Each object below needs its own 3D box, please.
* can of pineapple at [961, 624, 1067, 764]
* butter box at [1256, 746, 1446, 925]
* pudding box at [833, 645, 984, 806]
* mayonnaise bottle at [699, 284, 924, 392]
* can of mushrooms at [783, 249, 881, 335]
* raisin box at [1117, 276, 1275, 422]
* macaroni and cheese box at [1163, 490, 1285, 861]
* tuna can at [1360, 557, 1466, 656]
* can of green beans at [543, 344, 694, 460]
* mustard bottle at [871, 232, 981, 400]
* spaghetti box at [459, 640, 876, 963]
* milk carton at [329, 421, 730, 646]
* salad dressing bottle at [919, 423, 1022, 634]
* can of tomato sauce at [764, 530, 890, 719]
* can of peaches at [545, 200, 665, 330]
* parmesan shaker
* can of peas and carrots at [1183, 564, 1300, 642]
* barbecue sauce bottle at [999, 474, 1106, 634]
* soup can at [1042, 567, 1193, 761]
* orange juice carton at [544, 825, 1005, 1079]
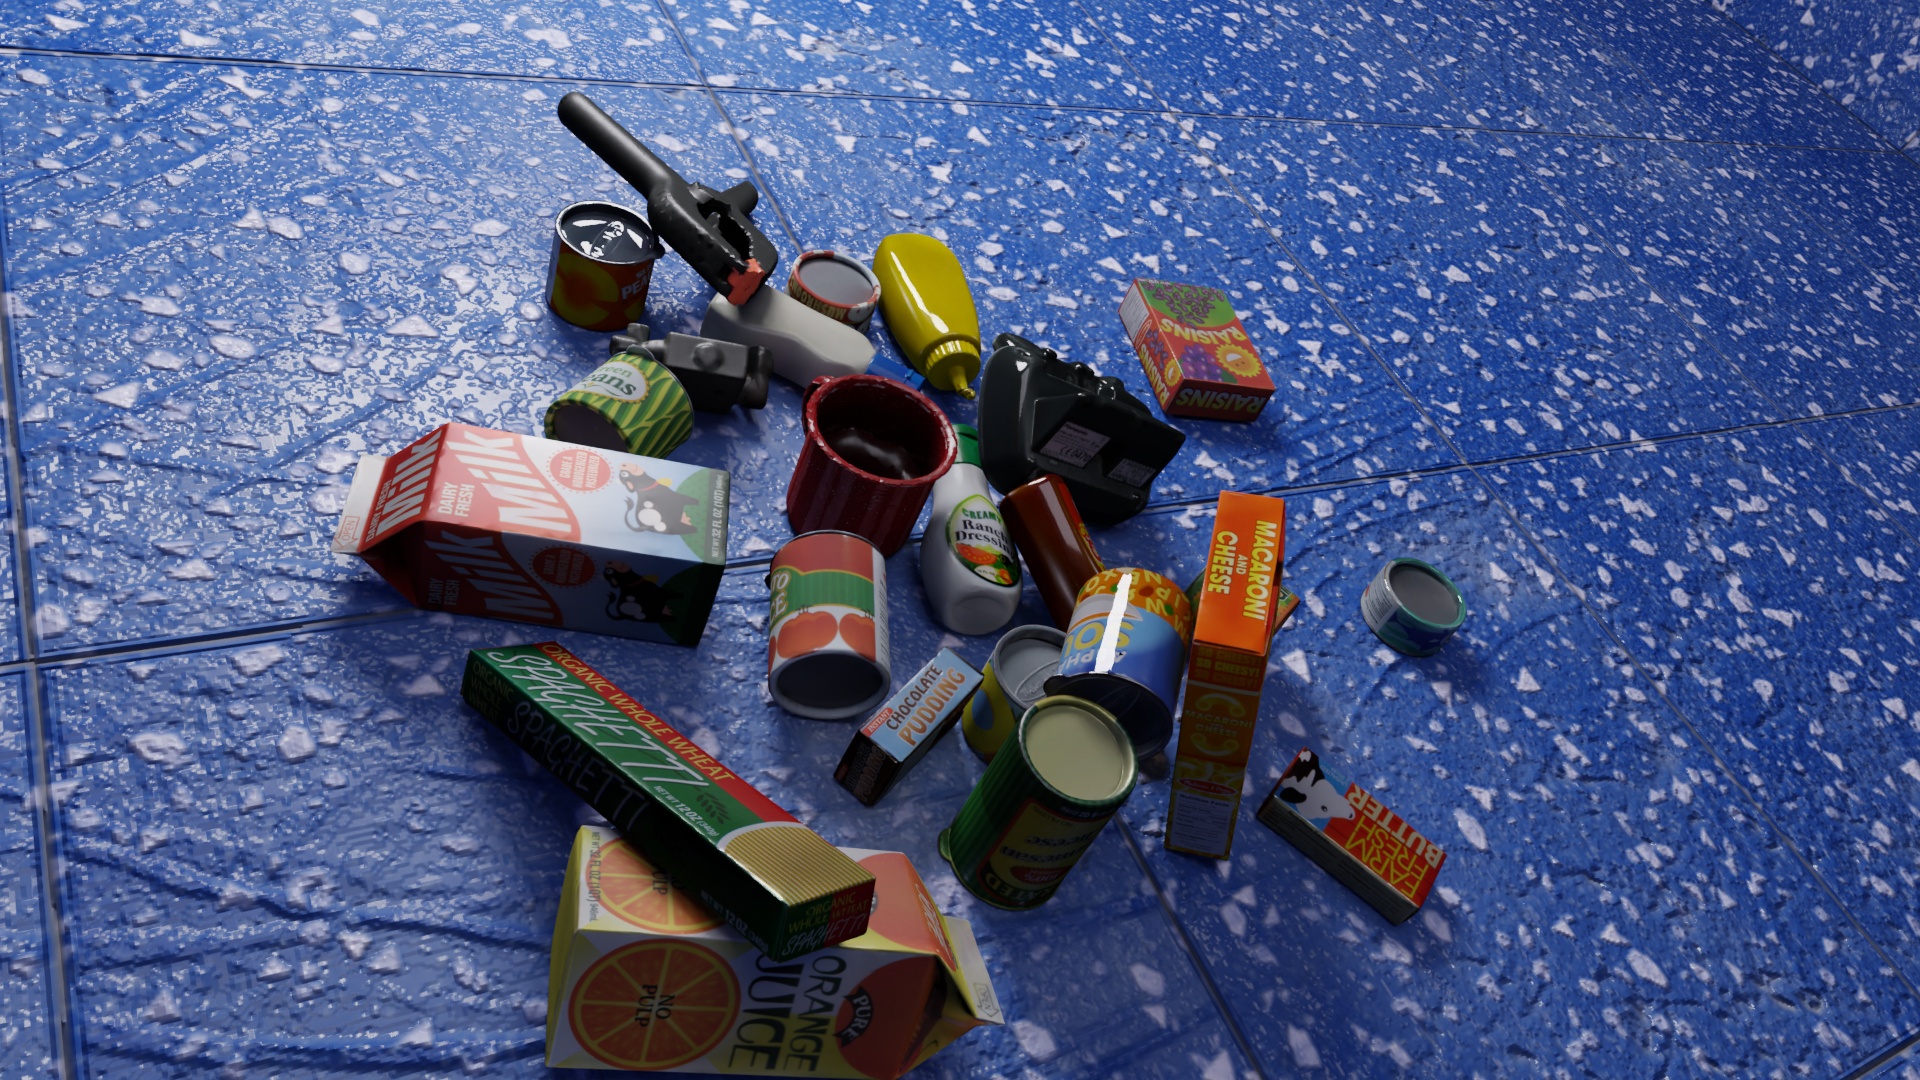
[{"bbox_3d":[0.041,0.092,0.782,0.071,0.057,0.071,13,45,-13],"label":"can of pineapple"},{"bbox_3d":[0.230,0.174,0.819,0.103,0.024,0.053,37,45,12],"label":"butter box"},{"bbox_3d":[-0.027,0.100,0.748,0.030,0.049,0.084,39,45,11],"label":"pudding box"},{"bbox_3d":[-0.098,-0.127,0.940,0.148,0.041,0.065,27,36,-1],"label":"mayonnaise bottle"},{"bbox_3d":[-0.093,-0.174,0.993,0.071,0.033,0.071,14,44,-14],"label":"can of mushrooms"},{"bbox_3d":[0.185,-0.151,1.099,0.086,0.039,0.124,4,46,-24],"label":"raisin box"},{"bbox_3d":[0.147,0.075,0.768,0.040,0.165,0.124,9,42,11],"label":"macaroni and cheese box"},{"bbox_3d":[0.321,0.047,0.978,0.071,0.032,0.071,13,45,-13],"label":"tuna can"},{"bbox_3d":[-0.200,-0.069,0.815,0.071,0.071,0.058,32,44,6],"label":"can of green beans"},{"bbox_3d":[-0.019,-0.155,0.999,0.065,0.048,0.161,0,50,-25],"label":"mustard bottle"},{"bbox_3d":[-0.140,0.107,0.622,0.250,0.028,0.050,26,18,37],"label":"spaghetti box"},{"bbox_3d":[-0.224,-0.005,0.737,0.191,0.073,0.073,10,46,-16],"label":"milk carton"},{"bbox_3d":[0.003,-0.011,0.873,0.064,0.043,0.148,18,42,-26],"label":"salad dressing bottle"},{"bbox_3d":[-0.074,0.047,0.765,0.071,0.070,0.083,10,46,-17],"label":"can of tomato sauce"},{"bbox_3d":[-0.234,-0.179,0.912,0.071,0.057,0.071,14,44,-14],"label":"can of peaches"},{"bbox_3d":[0.038,0.134,0.707,0.071,0.102,0.072,13,45,-14],"label":"parmesan shaker"},{"bbox_3d":[0.175,0.043,0.884,0.059,0.070,0.071,41,45,14],"label":"can of peas and carrots"},{"bbox_3d":[0.073,0.035,0.837,0.044,0.065,0.148,-26,79,1],"label":"barbecue sauce bottle"},{"bbox_3d":[0.084,0.063,0.737,0.071,0.071,0.084,24,43,-3],"label":"soup can"},{"bbox_3d":[-0.078,0.183,0.612,0.193,0.072,0.072,9,21,-18],"label":"orange juice carton"}]
